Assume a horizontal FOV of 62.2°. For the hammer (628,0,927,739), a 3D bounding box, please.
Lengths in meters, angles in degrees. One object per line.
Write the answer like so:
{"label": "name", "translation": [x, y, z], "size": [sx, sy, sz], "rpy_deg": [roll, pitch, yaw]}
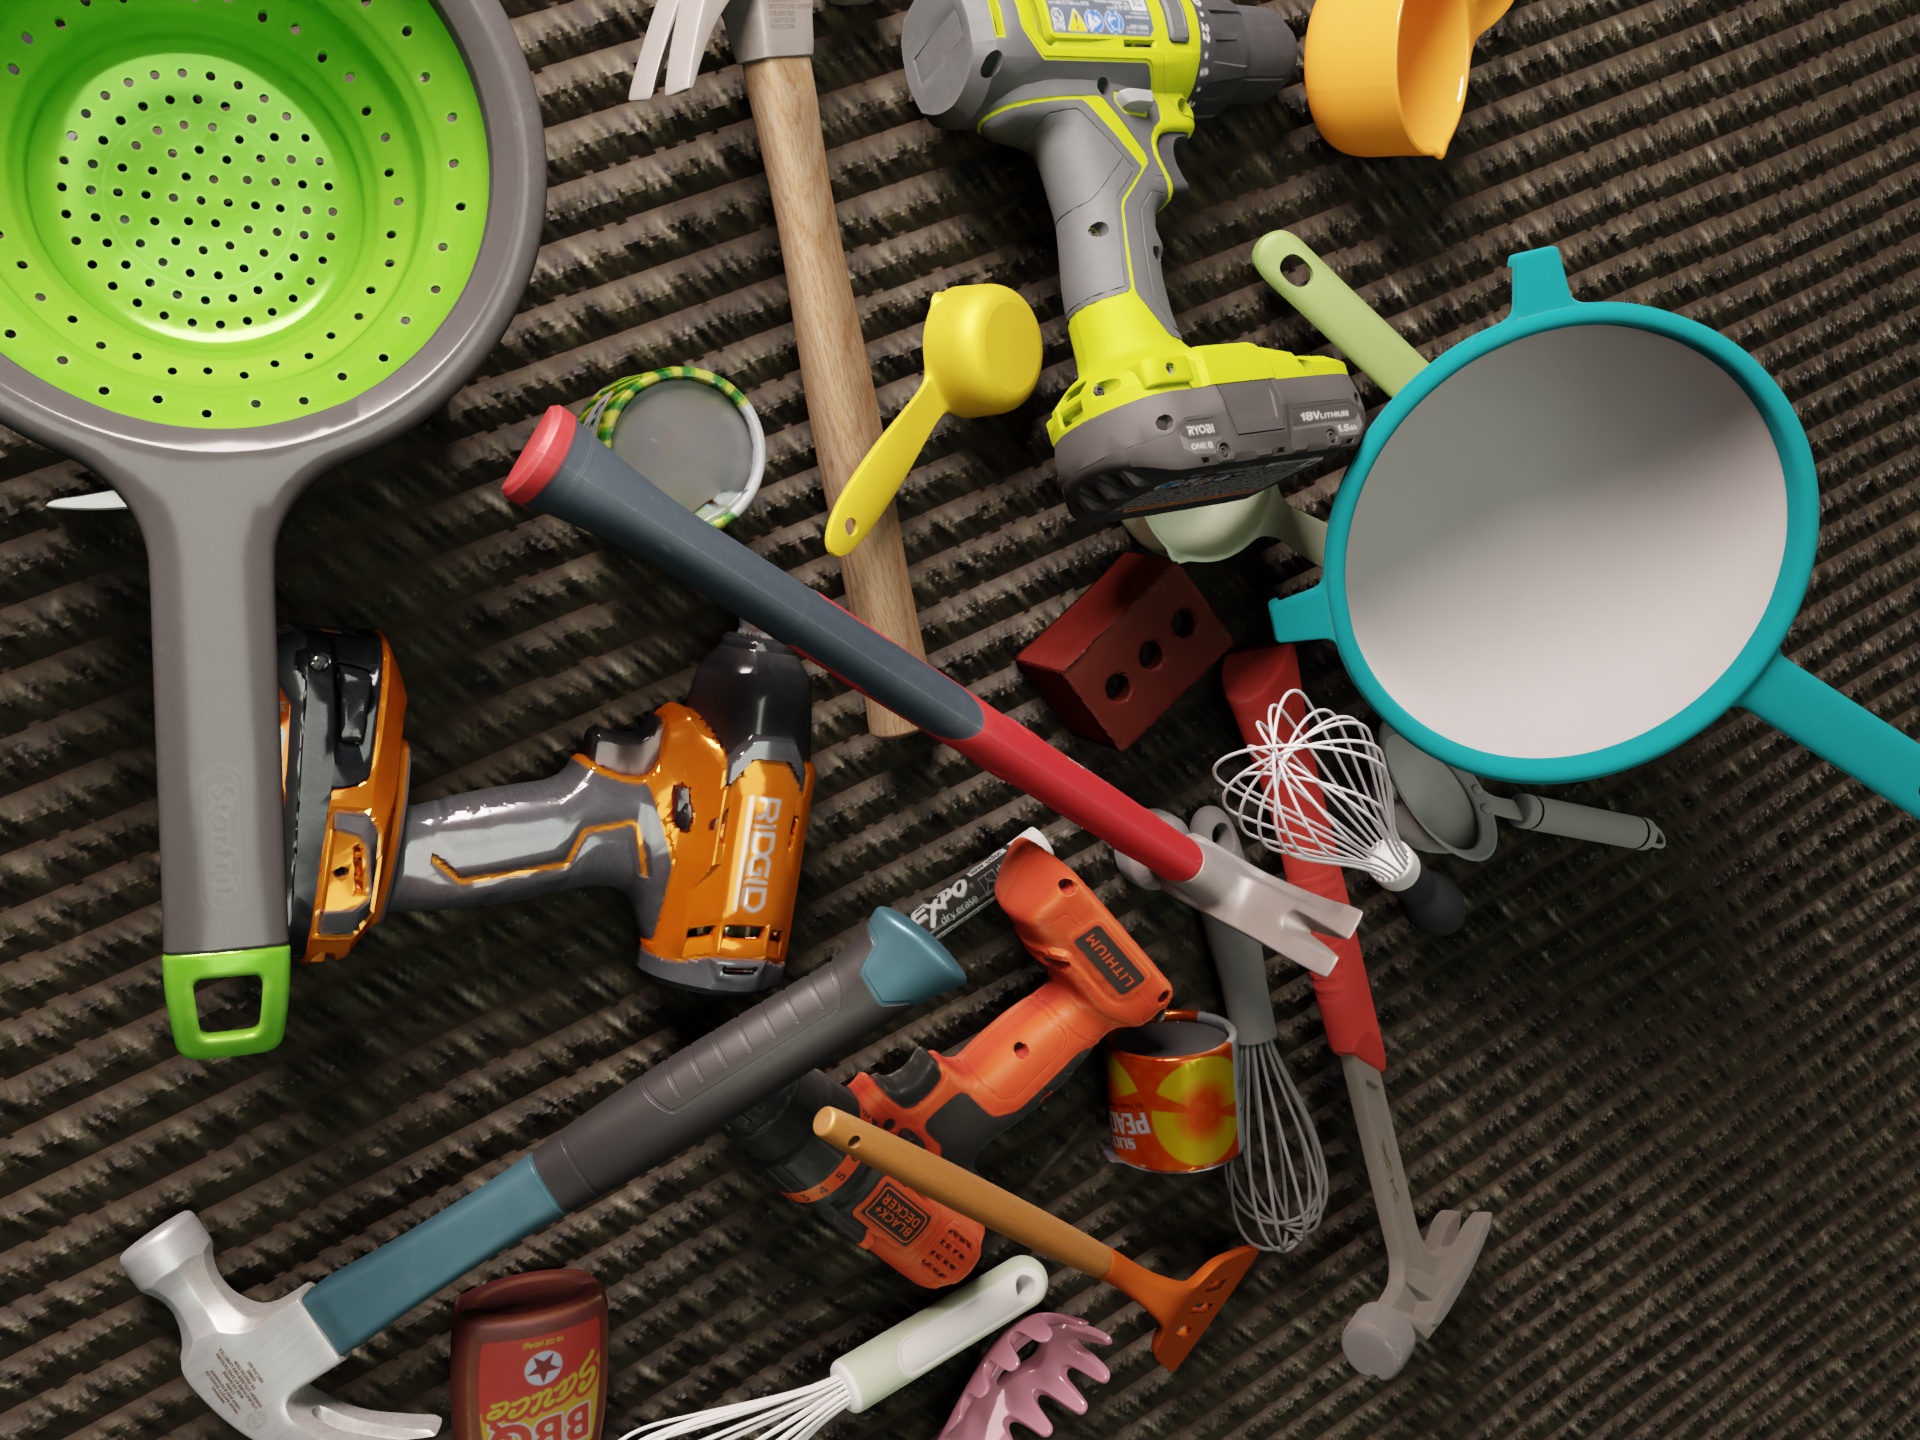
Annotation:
{"label": "hammer", "translation": [-0.054, -0.150, 0.654], "size": [0.130, 0.031, 0.331], "rpy_deg": [-30, 117, -47]}

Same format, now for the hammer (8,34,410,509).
{"label": "hammer", "translation": [-0.327, -0.226, 0.536], "size": [0.146, 0.035, 0.334], "rpy_deg": [-36, 110, -16]}

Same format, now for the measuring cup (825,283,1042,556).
{"label": "measuring cup", "translation": [-0.009, -0.124, 0.663], "size": [0.062, 0.029, 0.157], "rpy_deg": [56, 50, -36]}

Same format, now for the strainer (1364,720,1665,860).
{"label": "strainer", "translation": [0.296, 0.050, 0.852], "size": [0.258, 0.050, 0.087], "rpy_deg": [11, 50, -30]}

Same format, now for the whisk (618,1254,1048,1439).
{"label": "whisk", "translation": [-0.058, 0.303, 0.714], "size": [0.246, 0.059, 0.058], "rpy_deg": [-19, 88, -32]}

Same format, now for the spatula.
{"label": "spatula", "translation": [0.044, 0.236, 0.729], "size": [0.322, 0.041, 0.081], "rpy_deg": [38, 87, -36]}

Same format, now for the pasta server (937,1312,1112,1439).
{"label": "pasta server", "translation": [-0.042, 0.408, 0.756], "size": [0.316, 0.040, 0.060], "rpy_deg": [-50, 124, -8]}

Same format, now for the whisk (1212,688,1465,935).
{"label": "whisk", "translation": [0.192, 0.058, 0.733], "size": [0.284, 0.070, 0.070], "rpy_deg": [34, 82, -53]}

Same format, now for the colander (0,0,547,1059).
{"label": "colander", "translation": [-0.243, -0.095, 0.515], "size": [0.204, 0.094, 0.397], "rpy_deg": [-2, 95, -25]}

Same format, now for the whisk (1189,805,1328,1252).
{"label": "whisk", "translation": [0.144, 0.158, 0.800], "size": [0.055, 0.055, 0.239], "rpy_deg": [-16, 99, -21]}

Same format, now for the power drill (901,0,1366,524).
{"label": "power drill", "translation": [0.090, -0.210, 0.678], "size": [0.190, 0.080, 0.228], "rpy_deg": [-13, 85, -32]}

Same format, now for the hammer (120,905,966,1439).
{"label": "hammer", "translation": [-0.148, 0.171, 0.621], "size": [0.331, 0.033, 0.128], "rpy_deg": [-32, 95, -2]}

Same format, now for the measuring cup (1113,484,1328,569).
{"label": "measuring cup", "translation": [0.142, -0.097, 0.765], "size": [0.167, 0.038, 0.083], "rpy_deg": [23, 88, -29]}

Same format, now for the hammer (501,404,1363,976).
{"label": "hammer", "translation": [-0.001, -0.002, 0.627], "size": [0.386, 0.143, 0.038], "rpy_deg": [32, 86, -32]}

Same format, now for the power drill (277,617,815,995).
{"label": "power drill", "translation": [-0.164, 0.020, 0.623], "size": [0.226, 0.084, 0.164], "rpy_deg": [8, 94, -29]}

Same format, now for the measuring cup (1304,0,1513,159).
{"label": "measuring cup", "translation": [0.218, -0.330, 0.760], "size": [0.174, 0.052, 0.095], "rpy_deg": [-47, 134, -38]}

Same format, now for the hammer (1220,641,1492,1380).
{"label": "hammer", "translation": [0.197, 0.134, 0.806], "size": [0.149, 0.037, 0.359], "rpy_deg": [-25, 102, -52]}

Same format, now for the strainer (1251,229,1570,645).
{"label": "strainer", "translation": [0.236, -0.149, 0.787], "size": [0.256, 0.069, 0.151], "rpy_deg": [40, 101, -10]}

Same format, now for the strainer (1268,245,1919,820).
{"label": "strainer", "translation": [0.315, -0.054, 0.733], "size": [0.340, 0.095, 0.211], "rpy_deg": [29, 106, -12]}
